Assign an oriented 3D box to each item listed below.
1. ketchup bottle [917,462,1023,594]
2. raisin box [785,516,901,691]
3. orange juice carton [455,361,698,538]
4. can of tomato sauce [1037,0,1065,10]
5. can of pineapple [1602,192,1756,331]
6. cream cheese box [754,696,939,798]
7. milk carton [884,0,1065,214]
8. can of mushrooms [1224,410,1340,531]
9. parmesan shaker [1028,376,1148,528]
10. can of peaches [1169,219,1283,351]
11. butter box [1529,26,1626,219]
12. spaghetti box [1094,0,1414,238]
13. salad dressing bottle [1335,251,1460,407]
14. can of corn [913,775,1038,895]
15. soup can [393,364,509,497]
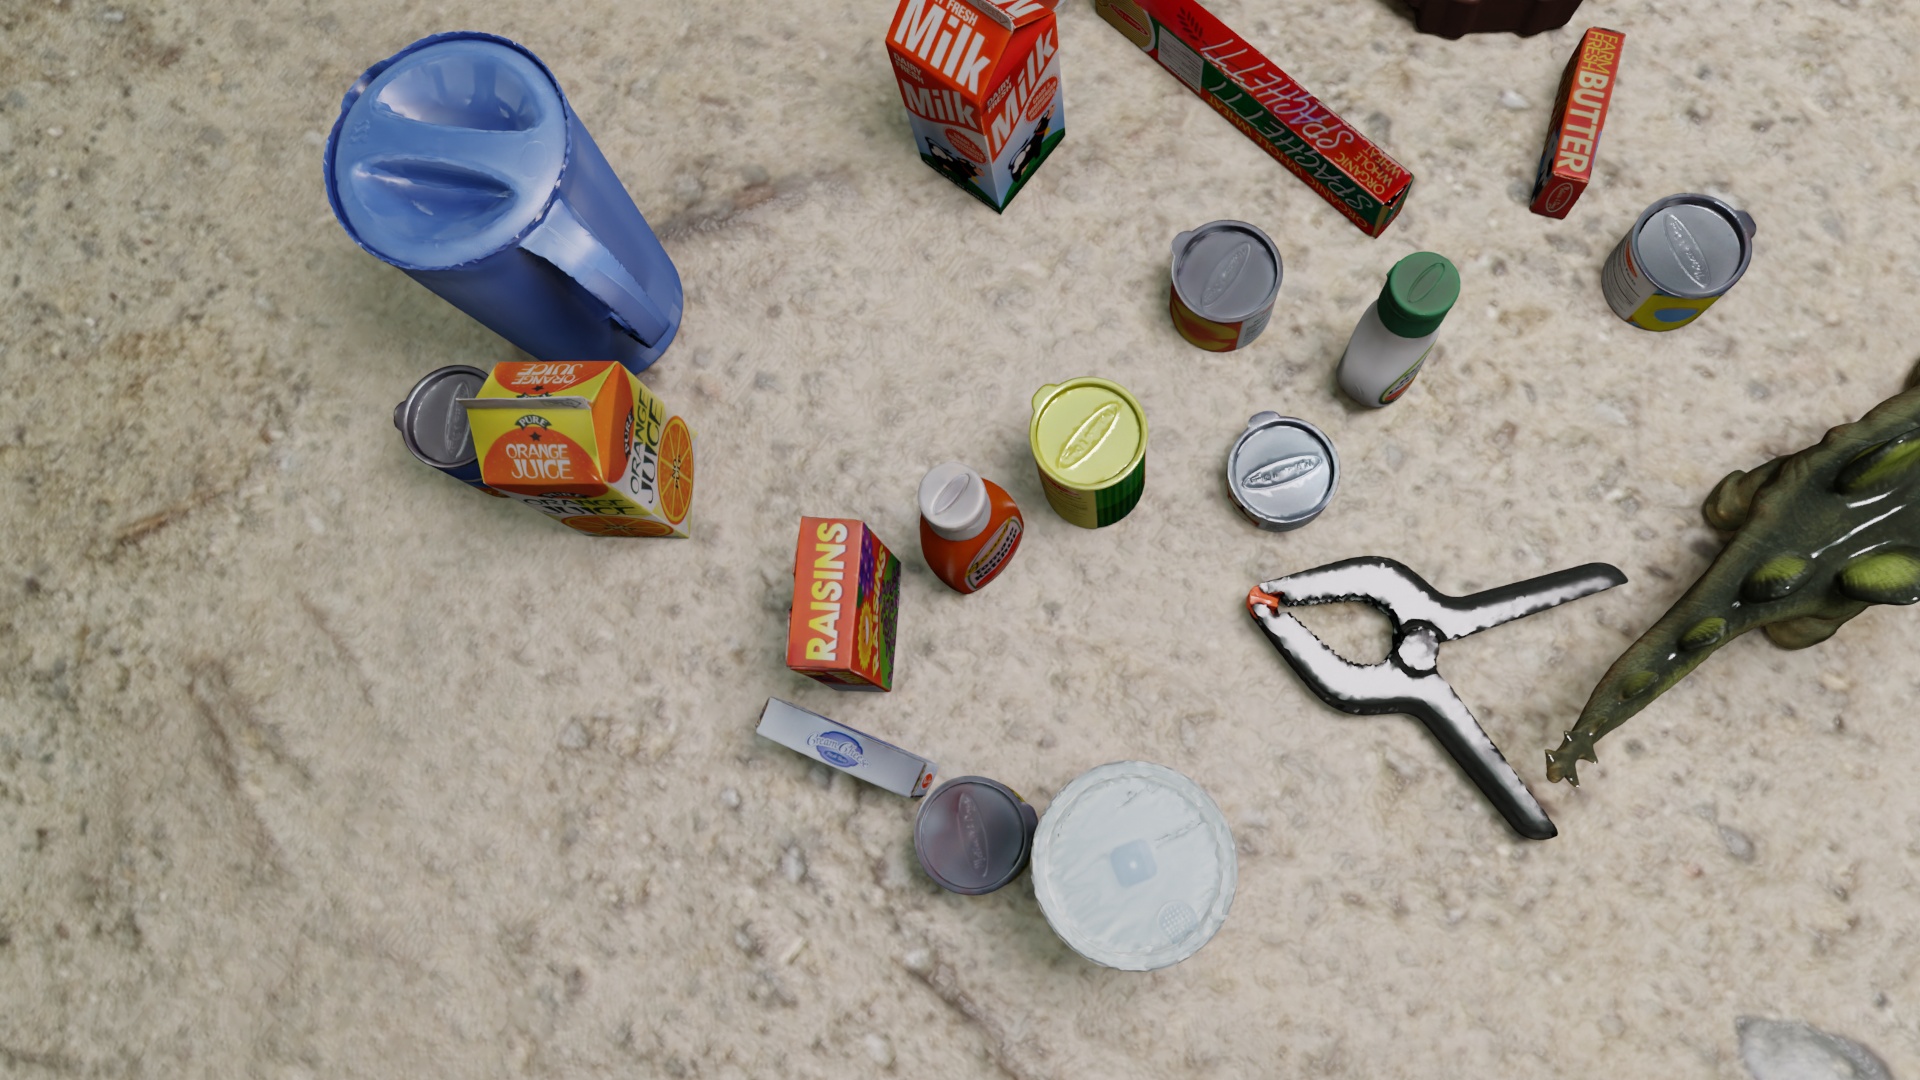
[{"bbox_3d":[0.003,-0.010,0.801,0.043,0.148,0.065,38,85,13],"label":"ketchup bottle"},{"bbox_3d":[-0.066,0.040,0.811,0.040,0.123,0.086,3,79,8],"label":"raisin box"},{"bbox_3d":[-0.219,-0.055,0.815,0.072,0.192,0.073,1,79,7],"label":"orange juice carton"},{"bbox_3d":[0.041,-0.395,0.913,0.071,0.083,0.071,-1,78,7],"label":"can of tomato sauce"},{"bbox_3d":[0.428,-0.165,0.829,0.071,0.057,0.071,-1,78,7],"label":"can of pineapple"},{"bbox_3d":[-0.067,0.124,0.829,0.104,0.053,0.024,21,82,11],"label":"cream cheese box"},{"bbox_3d":[0.011,-0.280,0.837,0.072,0.190,0.073,37,85,13],"label":"milk carton"},{"bbox_3d":[0.194,-0.042,0.844,0.071,0.033,0.071,-1,78,7],"label":"can of mushrooms"},{"bbox_3d":[0.076,-0.052,0.824,0.071,0.103,0.071,-1,78,7],"label":"parmesan shaker"},{"bbox_3d":[0.161,-0.158,0.860,0.071,0.058,0.071,-1,78,7],"label":"can of peaches"},{"bbox_3d":[0.380,-0.257,0.858,0.024,0.053,0.103,16,80,10],"label":"butter box"},{"bbox_3d":[0.184,-0.288,0.890,0.029,0.050,0.250,-45,77,-3],"label":"spaghetti box"},{"bbox_3d":[0.251,-0.120,0.795,0.044,0.147,0.064,41,86,13],"label":"salad dressing bottle"},{"bbox_3d":[0.012,0.170,0.807,0.071,0.058,0.071,-1,78,7],"label":"can of corn"},{"bbox_3d":[-0.306,-0.068,0.884,0.071,0.083,0.071,-1,78,7],"label":"soup can"}]
